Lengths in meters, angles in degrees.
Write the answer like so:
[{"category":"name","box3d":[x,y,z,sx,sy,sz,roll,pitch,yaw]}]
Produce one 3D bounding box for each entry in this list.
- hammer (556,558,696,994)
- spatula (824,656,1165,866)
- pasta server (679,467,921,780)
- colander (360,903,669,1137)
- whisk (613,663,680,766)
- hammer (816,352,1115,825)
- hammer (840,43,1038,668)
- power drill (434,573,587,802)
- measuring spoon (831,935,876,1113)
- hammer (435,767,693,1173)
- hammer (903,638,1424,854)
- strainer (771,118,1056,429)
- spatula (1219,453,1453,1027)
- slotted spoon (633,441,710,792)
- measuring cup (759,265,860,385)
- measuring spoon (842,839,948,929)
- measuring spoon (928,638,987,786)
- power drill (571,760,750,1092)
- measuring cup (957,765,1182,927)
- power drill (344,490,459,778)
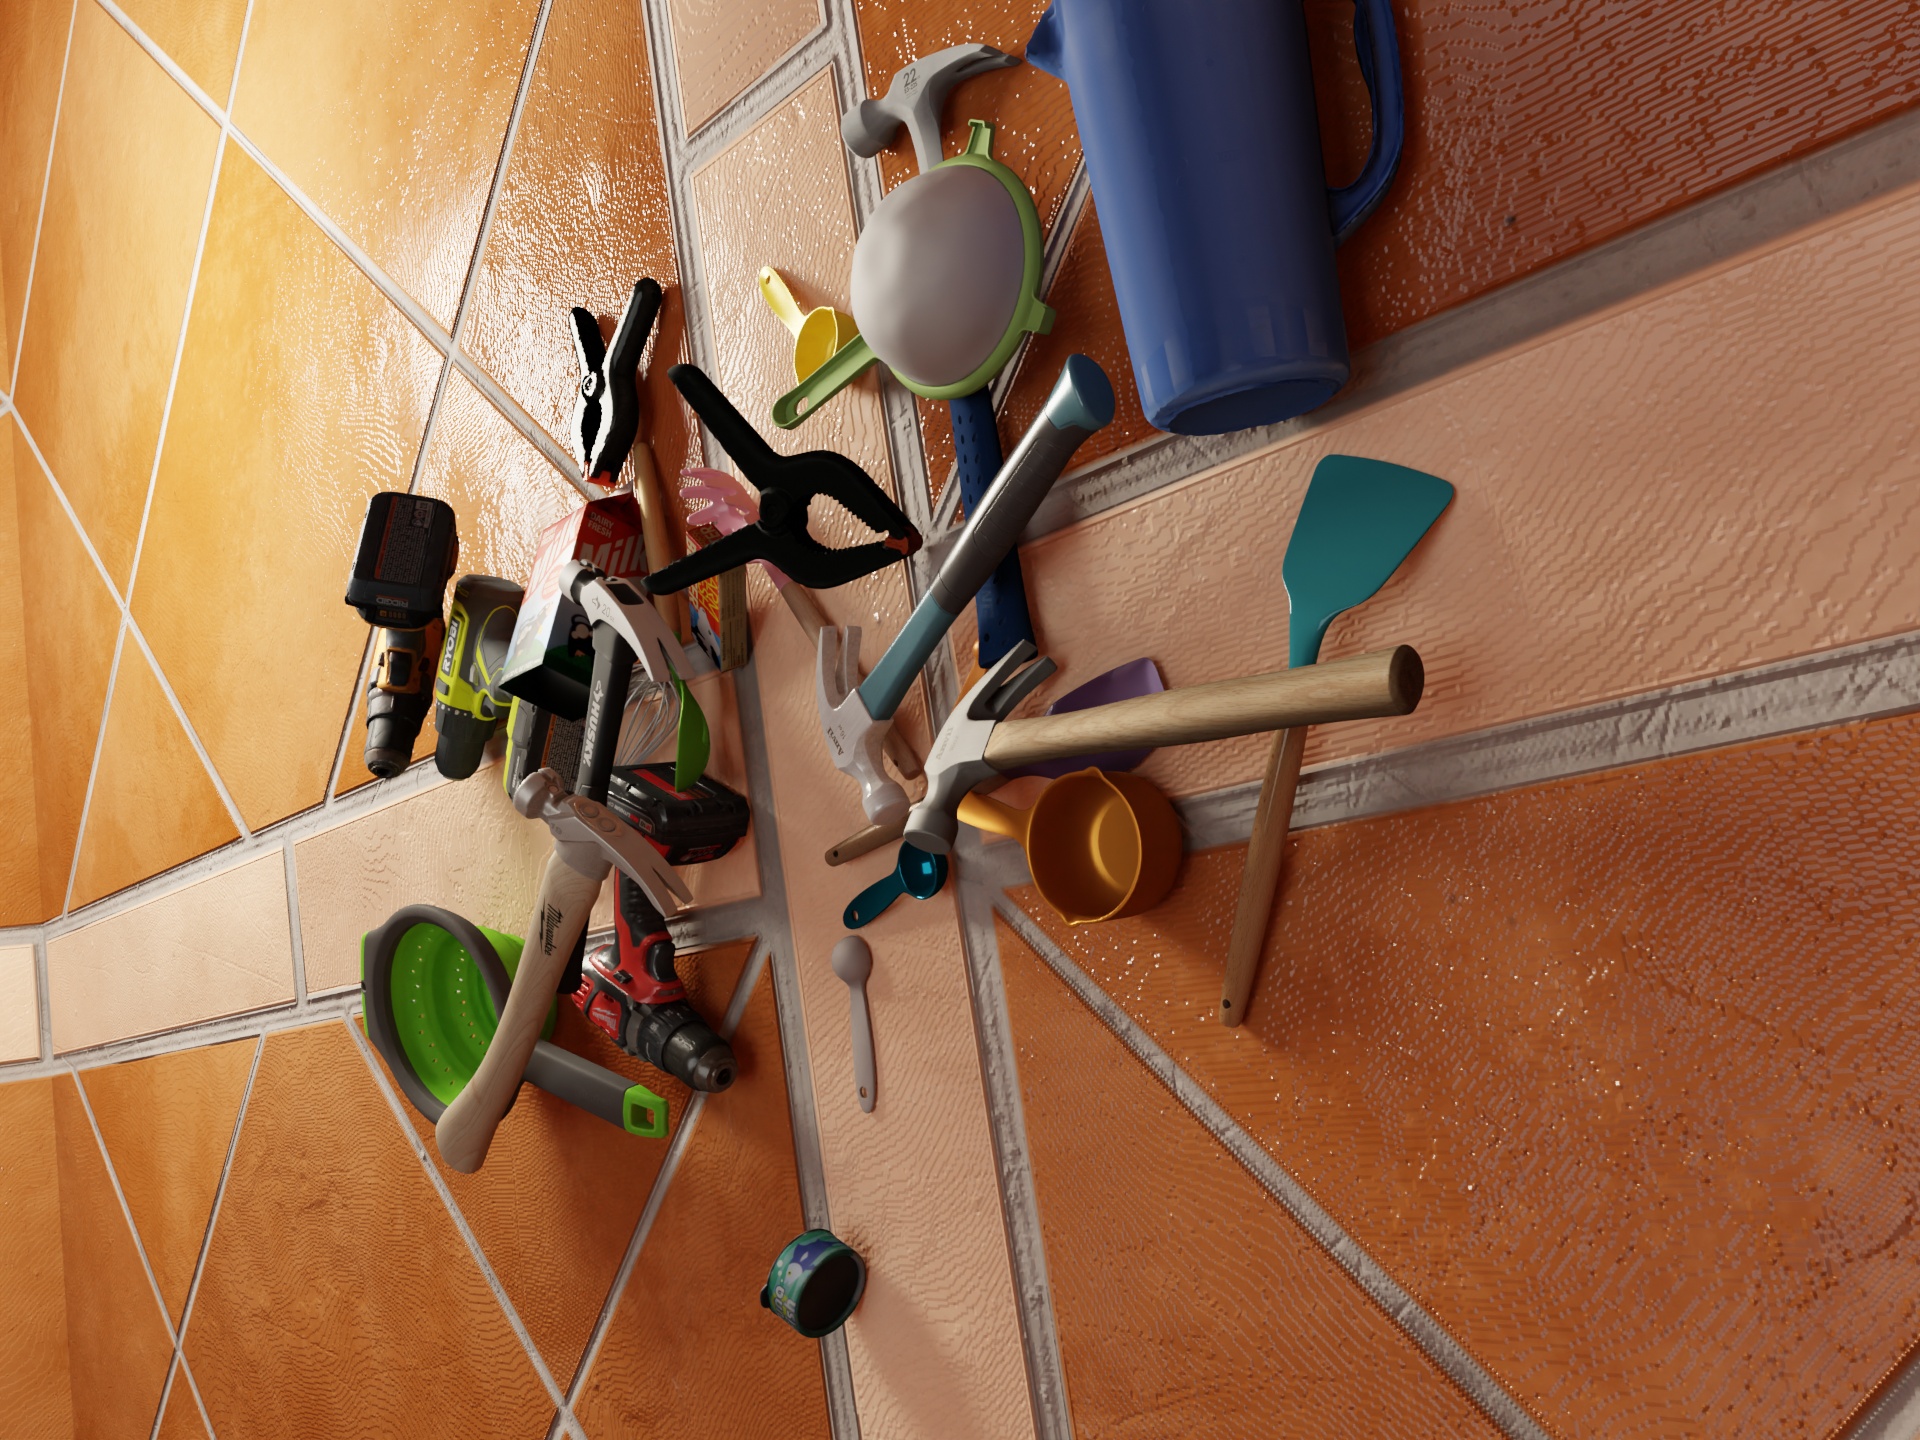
[{"category":"hammer","box3d":[-0.273,0.060,1.188,0.146,0.035,0.334,35,120,39]},{"category":"spatula","box3d":[0.014,0.042,1.023,0.316,0.018,0.060,-28,75,41]},{"category":"pasta server","box3d":[-0.117,-0.074,1.144,0.316,0.040,0.060,55,151,28]},{"category":"colander","box3d":[-0.360,0.266,1.357,0.397,0.094,0.204,12,106,36]},{"category":"whisk","box3d":[-0.288,0.048,1.313,0.059,0.058,0.246,37,124,7]},{"category":"hammer","box3d":[-0.002,-0.083,0.978,0.331,0.033,0.128,-54,54,37]},{"category":"hammer","box3d":[0.005,-0.236,1.021,0.144,0.035,0.406,-17,78,44]},{"category":"power drill","box3d":[-0.397,-0.008,1.402,0.229,0.080,0.190,30,110,45]},{"category":"measuring spoon","box3d":[-0.075,0.214,1.114,0.034,0.018,0.124,-12,82,45]},{"category":"hammer","box3d":[-0.328,0.226,1.230,0.146,0.038,0.410,37,124,12]},{"category":"hammer","box3d":[0.101,-0.001,0.865,0.331,0.031,0.130,-11,50,46]},{"category":"strainer","box3d":[-0.059,-0.257,1.010,0.256,0.069,0.152,-29,70,41]},{"category":"spatula","box3d":[0.182,0.019,0.851,0.082,0.044,0.317,25,112,42]},{"category":"slotted spoon","box3d":[-0.229,-0.089,1.241,0.070,0.031,0.314,103,156,-62]},{"category":"measuring cup","box3d":[-0.111,-0.290,1.153,0.062,0.029,0.157,-61,40,27]},{"category":"measuring spoon","box3d":[-0.044,0.115,1.088,0.128,0.021,0.042,-40,66,48]},{"category":"measuring spoon","box3d":[-0.002,-0.003,1.044,0.021,0.011,0.117,39,117,38]},{"category":"power drill","box3d":[-0.225,0.162,1.229,0.188,0.080,0.226,24,110,43]},{"category":"measuring cup","box3d":[0.059,0.064,0.956,0.174,0.052,0.095,17,102,46]},{"category":"power drill","box3d":[-0.508,-0.072,1.442,0.226,0.084,0.186,116,157,-52]}]
